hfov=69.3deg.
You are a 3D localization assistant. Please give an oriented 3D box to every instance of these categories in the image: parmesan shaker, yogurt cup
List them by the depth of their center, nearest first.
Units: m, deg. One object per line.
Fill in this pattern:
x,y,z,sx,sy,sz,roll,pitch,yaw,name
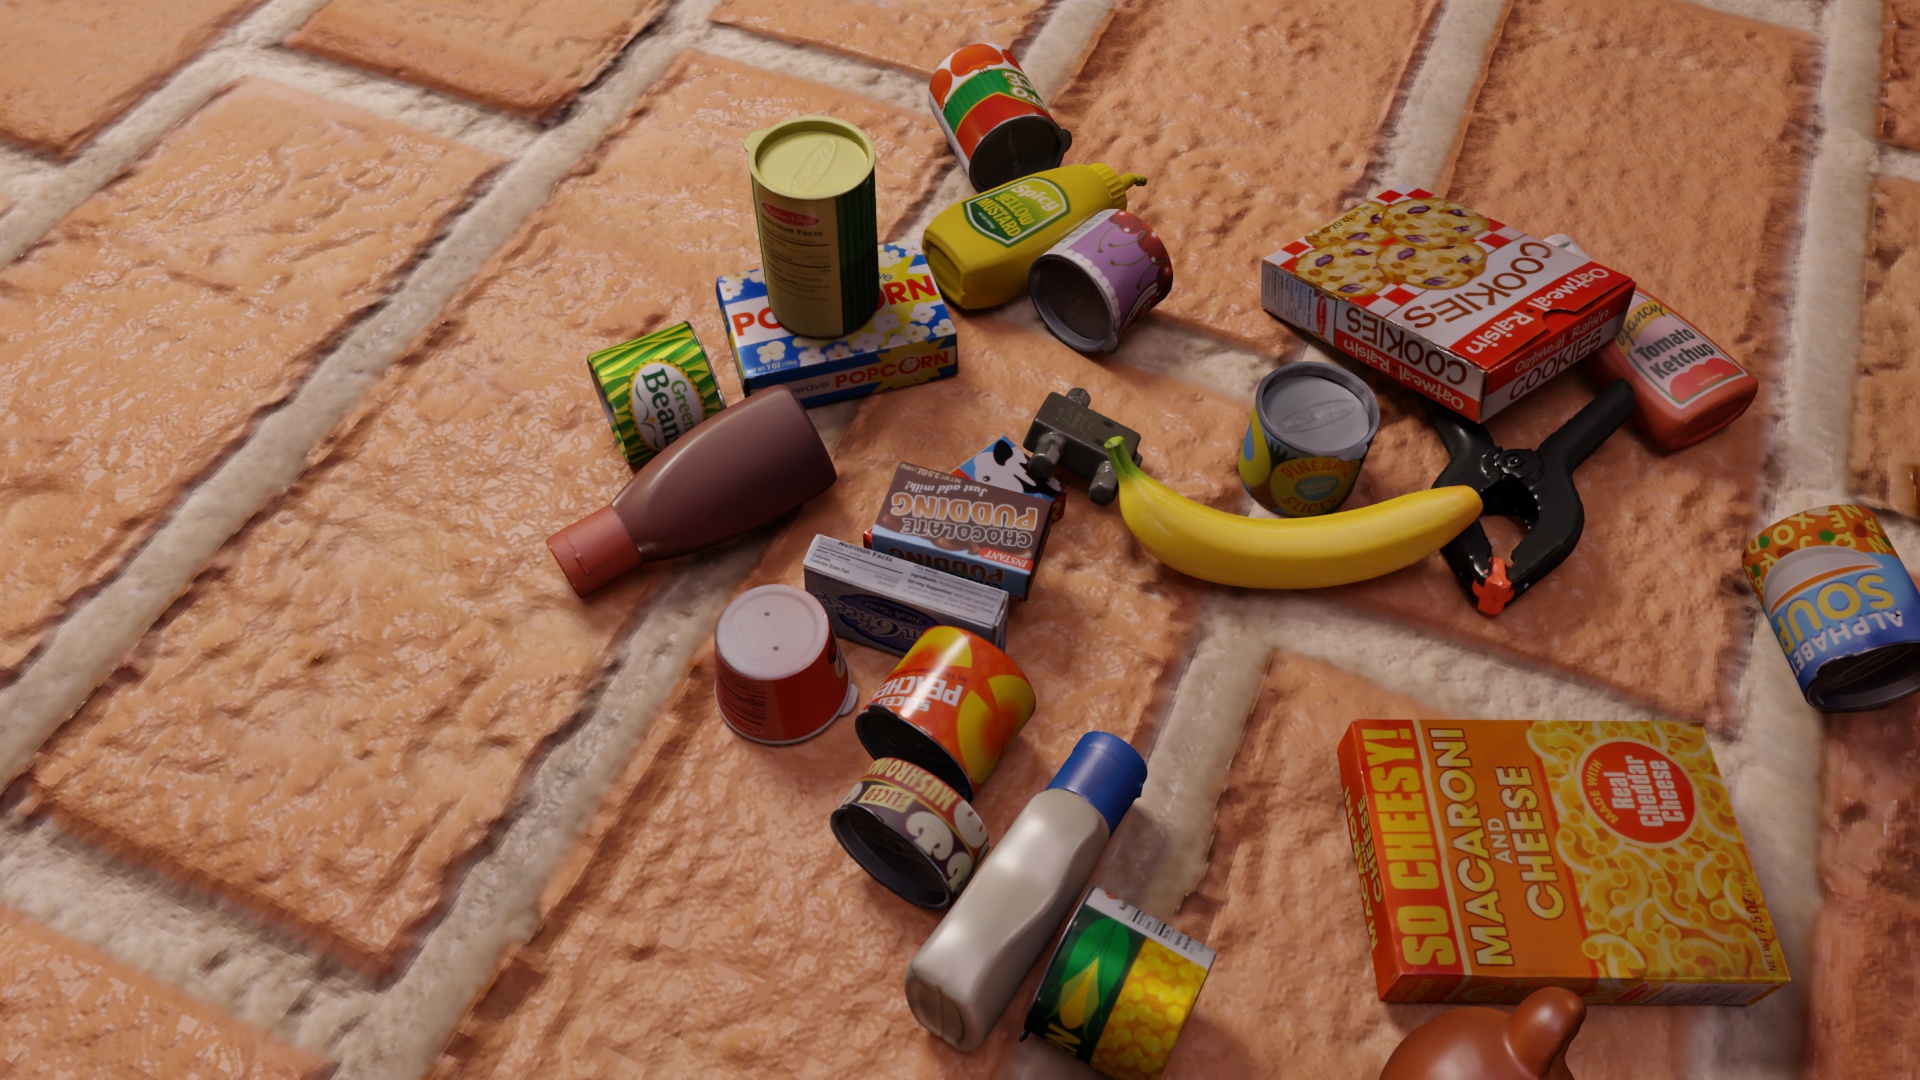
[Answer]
-0.089,0.058,0.676,0.072,0.053,0.073,0,54,0,yogurt cup
-0.080,-0.171,0.762,0.071,0.102,0.071,1,55,-1,parmesan shaker

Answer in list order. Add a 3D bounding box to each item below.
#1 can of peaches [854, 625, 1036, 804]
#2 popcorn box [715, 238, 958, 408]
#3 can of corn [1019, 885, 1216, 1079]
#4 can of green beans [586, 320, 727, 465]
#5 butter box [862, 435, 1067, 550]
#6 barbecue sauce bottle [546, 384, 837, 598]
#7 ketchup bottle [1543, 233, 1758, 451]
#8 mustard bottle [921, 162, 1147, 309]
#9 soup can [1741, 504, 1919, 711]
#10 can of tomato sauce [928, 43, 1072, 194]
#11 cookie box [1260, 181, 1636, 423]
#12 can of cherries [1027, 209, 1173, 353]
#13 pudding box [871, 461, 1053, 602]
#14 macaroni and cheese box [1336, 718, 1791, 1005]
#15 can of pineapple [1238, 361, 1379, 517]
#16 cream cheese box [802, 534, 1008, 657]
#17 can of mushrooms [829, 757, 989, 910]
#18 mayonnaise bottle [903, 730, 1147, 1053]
-0.007,0.080,0.651,0.071,0.071,0.058,29,58,18,can of peaches
-0.073,-0.126,0.818,0.127,0.038,0.085,-13,55,-10,popcorn box
0.066,0.189,0.578,0.058,0.070,0.071,25,58,16,can of corn
-0.167,-0.081,0.766,0.058,0.071,0.071,-22,58,-15,can of green beans
0.003,-0.009,0.744,0.104,0.024,0.053,-36,62,-24,butter box
-0.143,-0.022,0.732,0.149,0.064,0.043,-31,16,-14,barbecue sauce bottle
0.392,-0.121,0.820,0.065,0.043,0.149,-24,57,-10,ketchup bottle
0.054,-0.200,0.867,0.161,0.048,0.065,-31,62,-21,mustard bottle
0.439,0.033,0.694,0.071,0.071,0.084,-3,54,-3,soup can
0.024,-0.276,0.909,0.071,0.070,0.083,-16,56,-12,can of tomato sauce
0.280,-0.145,0.812,0.123,0.040,0.168,-30,46,-21,cookie box
0.085,-0.153,0.825,0.071,0.071,0.058,38,61,23,can of cherries
0.000,-0.004,0.705,0.084,0.030,0.050,15,57,8,pudding box
0.265,0.144,0.629,0.166,0.040,0.124,1,54,-1,macaroni and cheese box
0.189,-0.053,0.758,0.071,0.057,0.071,0,54,0,can of pineapple
-0.028,0.034,0.694,0.104,0.053,0.024,17,54,11,cream cheese box
-0.023,0.128,0.616,0.071,0.070,0.033,30,57,19,can of mushrooms
0.032,0.148,0.610,0.041,0.064,0.149,26,54,21,mayonnaise bottle
